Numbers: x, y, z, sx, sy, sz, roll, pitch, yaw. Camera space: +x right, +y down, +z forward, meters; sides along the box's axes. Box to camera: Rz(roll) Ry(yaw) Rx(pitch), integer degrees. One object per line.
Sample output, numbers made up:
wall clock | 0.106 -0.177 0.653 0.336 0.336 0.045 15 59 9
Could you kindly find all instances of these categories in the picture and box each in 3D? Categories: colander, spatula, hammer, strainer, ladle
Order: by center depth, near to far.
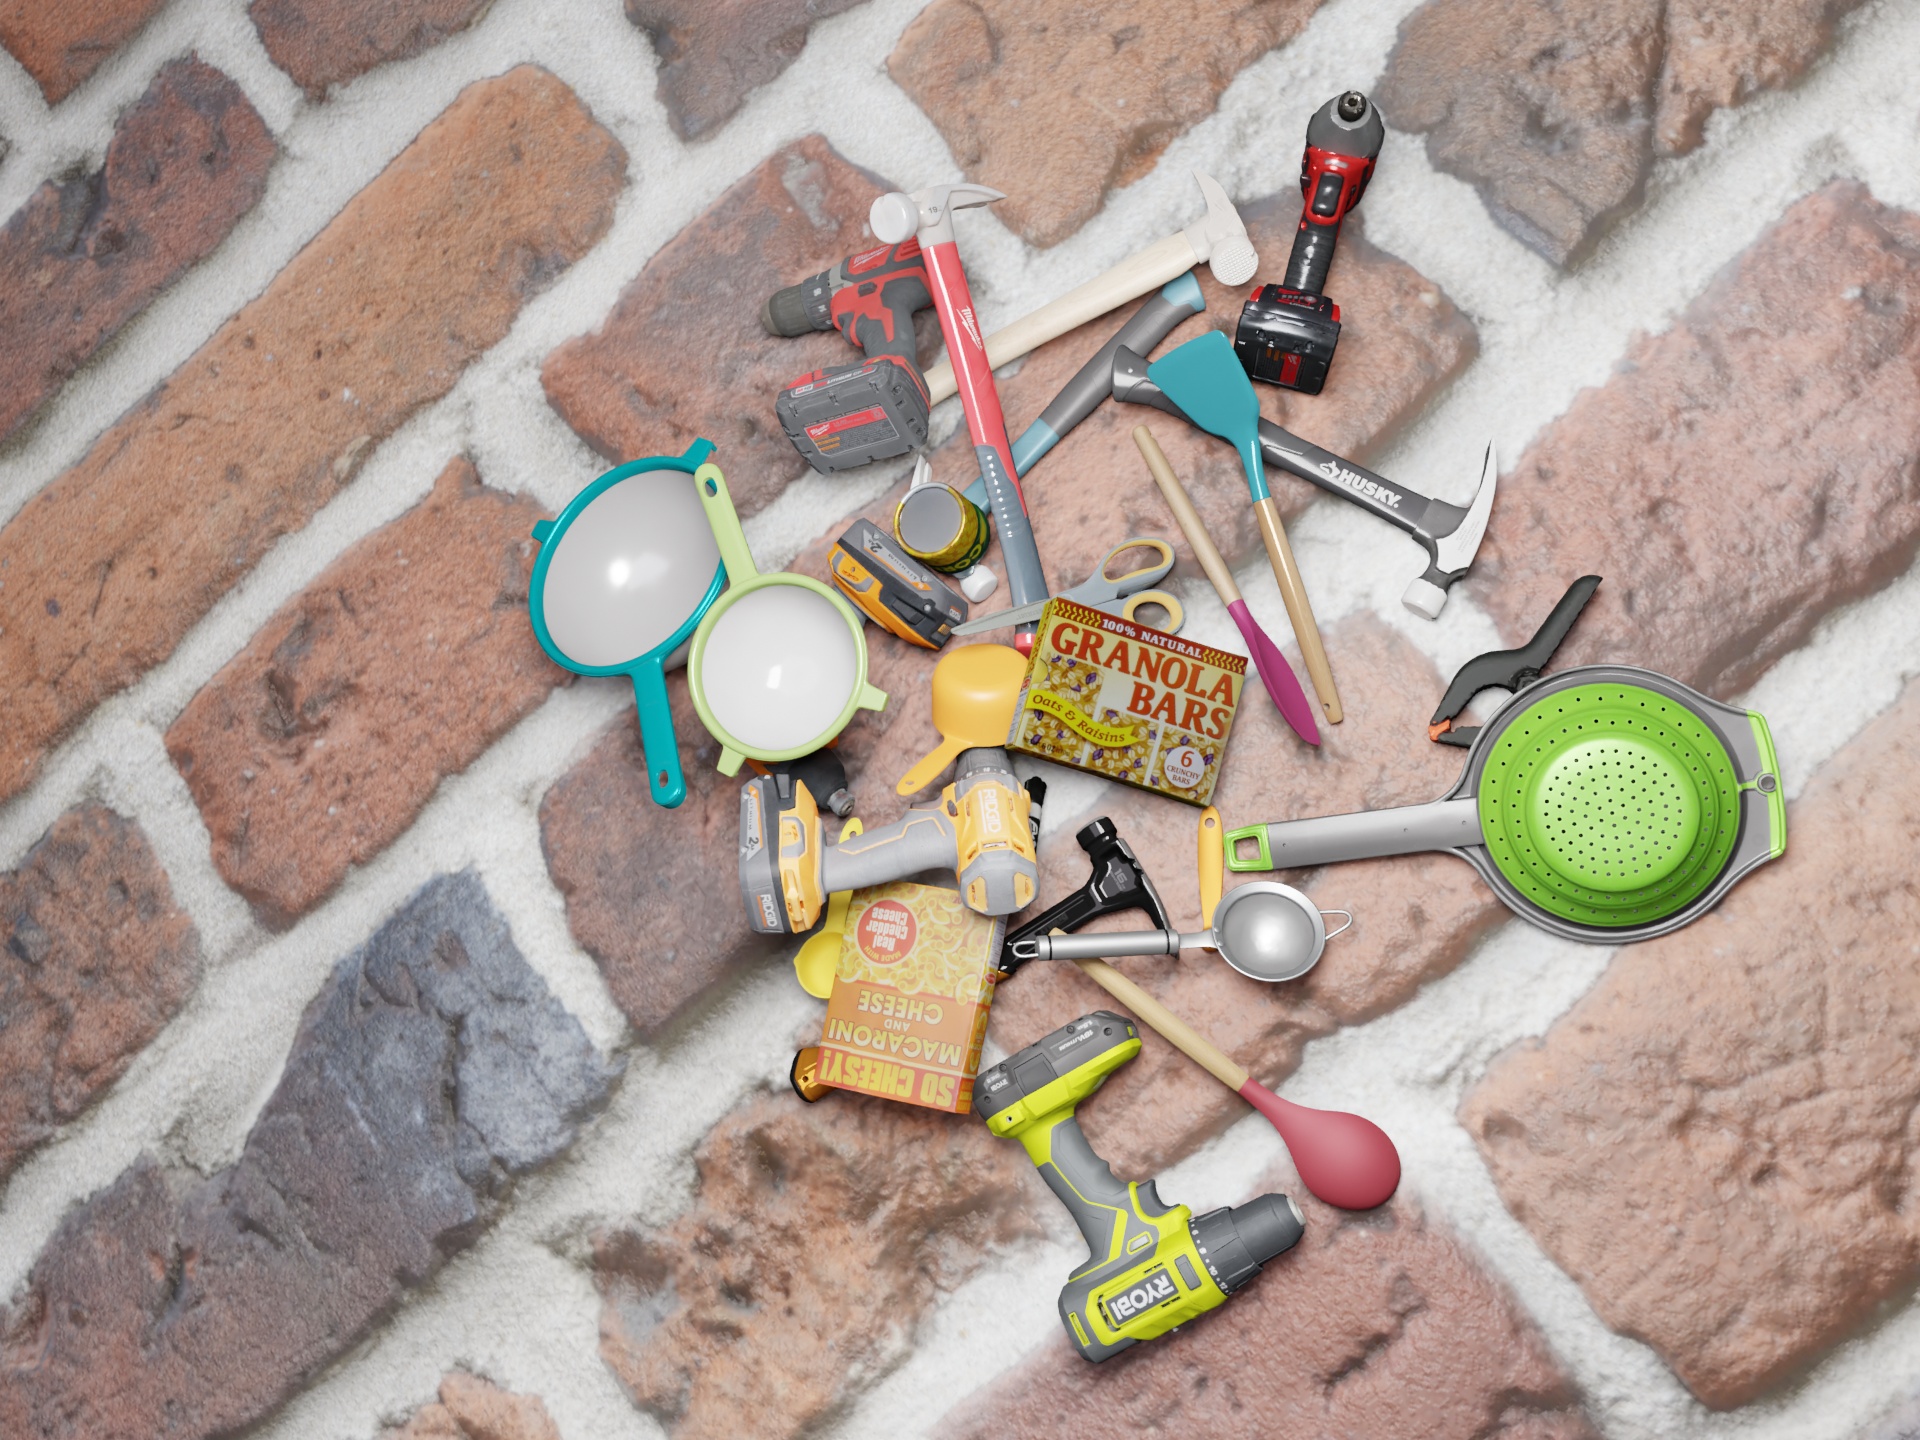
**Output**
colander | 0.382 0.074 1.150 0.397 0.094 0.204 -9 88 19
ladle | 0.193 0.256 1.197 0.315 0.031 0.069 37 92 14
strainer | 0.167 0.167 1.205 0.258 0.050 0.087 -2 53 -7
spatula | 0.237 -0.146 1.248 0.082 0.044 0.317 -20 89 48
hammer | 0.010 0.217 1.279 0.337 0.034 0.127 -33 70 8
hammer | 0.268 -0.221 1.283 0.335 0.035 0.146 30 88 15
strainer | -0.157 -0.088 1.293 0.151 0.069 0.256 -24 77 11
hammer | 0.032 -0.240 1.299 0.038 0.143 0.386 -6 104 40
hammer | 0.087 -0.259 1.363 0.331 0.033 0.128 -45 71 3
strainer | -0.253 -0.066 1.371 0.211 0.095 0.341 -24 61 16
hammer | 0.051 -0.336 1.375 0.410 0.038 0.146 -26 43 16

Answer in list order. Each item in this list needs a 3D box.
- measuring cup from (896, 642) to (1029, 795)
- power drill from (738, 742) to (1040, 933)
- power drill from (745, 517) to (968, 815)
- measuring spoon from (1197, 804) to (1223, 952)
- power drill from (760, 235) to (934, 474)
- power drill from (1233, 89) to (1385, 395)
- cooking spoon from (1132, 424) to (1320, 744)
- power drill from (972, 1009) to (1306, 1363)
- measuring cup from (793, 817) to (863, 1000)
measuring cup | -0.002 -0.004 1.267 0.095 0.052 0.174 19 39 25
power drill | -0.056 0.079 1.258 0.226 0.084 0.186 -7 41 0
power drill | -0.098 -0.038 1.346 0.164 0.084 0.226 42 96 20
measuring spoon | 0.197 0.124 1.254 0.021 0.011 0.117 -2 77 16
power drill | -0.101 -0.322 1.382 0.188 0.080 0.227 -11 49 22
power drill | 0.285 -0.387 1.274 0.078 0.143 0.220 16 85 8
cooking spoon | 0.211 -0.114 1.287 0.017 0.068 0.319 -36 64 25
power drill | 0.128 0.338 1.194 0.190 0.080 0.229 -31 74 8
measuring cup | -0.098 0.159 1.334 0.062 0.029 0.157 2 67 17
